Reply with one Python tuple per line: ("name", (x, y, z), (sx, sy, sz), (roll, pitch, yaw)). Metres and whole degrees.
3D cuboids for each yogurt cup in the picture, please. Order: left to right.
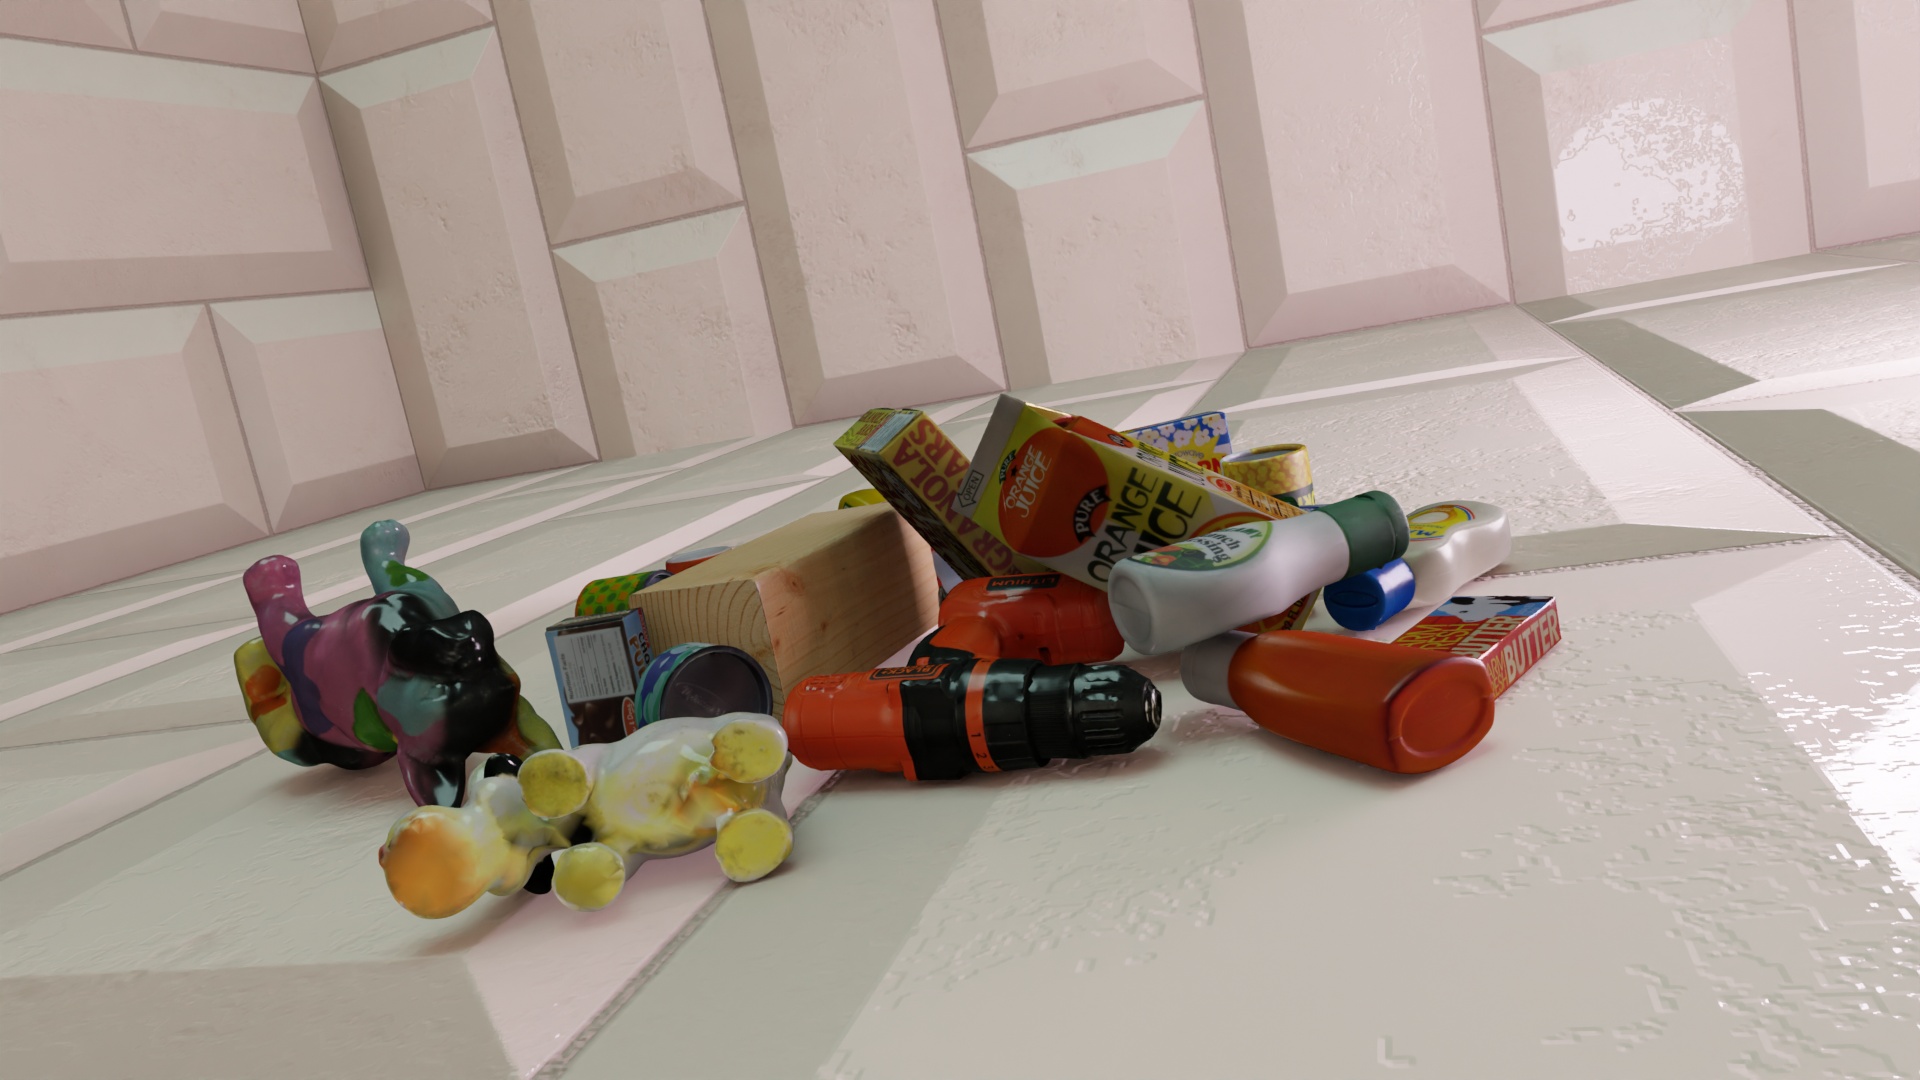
("yogurt cup", (-0.207, 0.037, 1.129), (0.072, 0.054, 0.072), (-11, 9, 2))

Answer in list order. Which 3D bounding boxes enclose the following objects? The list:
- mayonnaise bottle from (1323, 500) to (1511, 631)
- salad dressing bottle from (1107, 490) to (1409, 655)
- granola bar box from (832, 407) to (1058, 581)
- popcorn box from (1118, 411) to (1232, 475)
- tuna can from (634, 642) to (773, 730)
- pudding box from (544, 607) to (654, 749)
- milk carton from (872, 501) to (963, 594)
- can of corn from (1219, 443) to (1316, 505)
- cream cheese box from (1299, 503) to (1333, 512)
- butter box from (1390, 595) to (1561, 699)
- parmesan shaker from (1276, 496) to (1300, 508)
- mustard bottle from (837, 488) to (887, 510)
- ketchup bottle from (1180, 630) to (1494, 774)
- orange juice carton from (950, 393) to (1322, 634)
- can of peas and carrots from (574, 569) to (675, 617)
("mayonnaise bottle", (0.255, 0.013, 0.783), (0.064, 0.041, 0.149), (0, 14, 42))
("salad dressing bottle", (0.143, 0.012, 0.654), (0.148, 0.044, 0.064), (-17, 13, -22))
("granola bar box", (0.003, -0.011, 0.853), (0.039, 0.165, 0.124), (-46, 16, -8))
("popcorn box", (0.159, -0.051, 1.125), (0.127, 0.085, 0.038), (-13, 8, -10))
("tuna can", (-0.136, 0.089, 0.728), (0.071, 0.071, 0.033), (-18, 11, -37))
("pudding box", (-0.195, 0.083, 0.771), (0.049, 0.083, 0.030), (-10, 7, 12))
("milk carton", (-0.053, 0.010, 1.052), (0.191, 0.072, 0.073), (-17, 11, -29))
("can of corn", (0.235, -0.038, 1.046), (0.071, 0.058, 0.071), (-11, 10, 2))
("cream cheese box", (0.227, -0.007, 0.978), (0.103, 0.024, 0.053), (-3, 13, 41))
("butter box", (0.234, 0.051, 0.643), (0.053, 0.024, 0.104), (-3, 12, 42))
("parmesan shaker", (0.150, 0.012, 0.818), (0.103, 0.071, 0.071), (-11, 10, 3))
("mustard bottle", (-0.062, -0.006, 1.186), (0.049, 0.065, 0.160), (-10, 13, -21))
("ketchup bottle", (0.154, 0.063, 0.605), (0.065, 0.043, 0.149), (-17, 11, -26))
("orange juice carton", (0.096, -0.010, 0.742), (0.193, 0.071, 0.073), (23, 13, 4))
("can of peas and carrots", (-0.238, 0.056, 1.015), (0.058, 0.071, 0.071), (-8, 10, 20))
